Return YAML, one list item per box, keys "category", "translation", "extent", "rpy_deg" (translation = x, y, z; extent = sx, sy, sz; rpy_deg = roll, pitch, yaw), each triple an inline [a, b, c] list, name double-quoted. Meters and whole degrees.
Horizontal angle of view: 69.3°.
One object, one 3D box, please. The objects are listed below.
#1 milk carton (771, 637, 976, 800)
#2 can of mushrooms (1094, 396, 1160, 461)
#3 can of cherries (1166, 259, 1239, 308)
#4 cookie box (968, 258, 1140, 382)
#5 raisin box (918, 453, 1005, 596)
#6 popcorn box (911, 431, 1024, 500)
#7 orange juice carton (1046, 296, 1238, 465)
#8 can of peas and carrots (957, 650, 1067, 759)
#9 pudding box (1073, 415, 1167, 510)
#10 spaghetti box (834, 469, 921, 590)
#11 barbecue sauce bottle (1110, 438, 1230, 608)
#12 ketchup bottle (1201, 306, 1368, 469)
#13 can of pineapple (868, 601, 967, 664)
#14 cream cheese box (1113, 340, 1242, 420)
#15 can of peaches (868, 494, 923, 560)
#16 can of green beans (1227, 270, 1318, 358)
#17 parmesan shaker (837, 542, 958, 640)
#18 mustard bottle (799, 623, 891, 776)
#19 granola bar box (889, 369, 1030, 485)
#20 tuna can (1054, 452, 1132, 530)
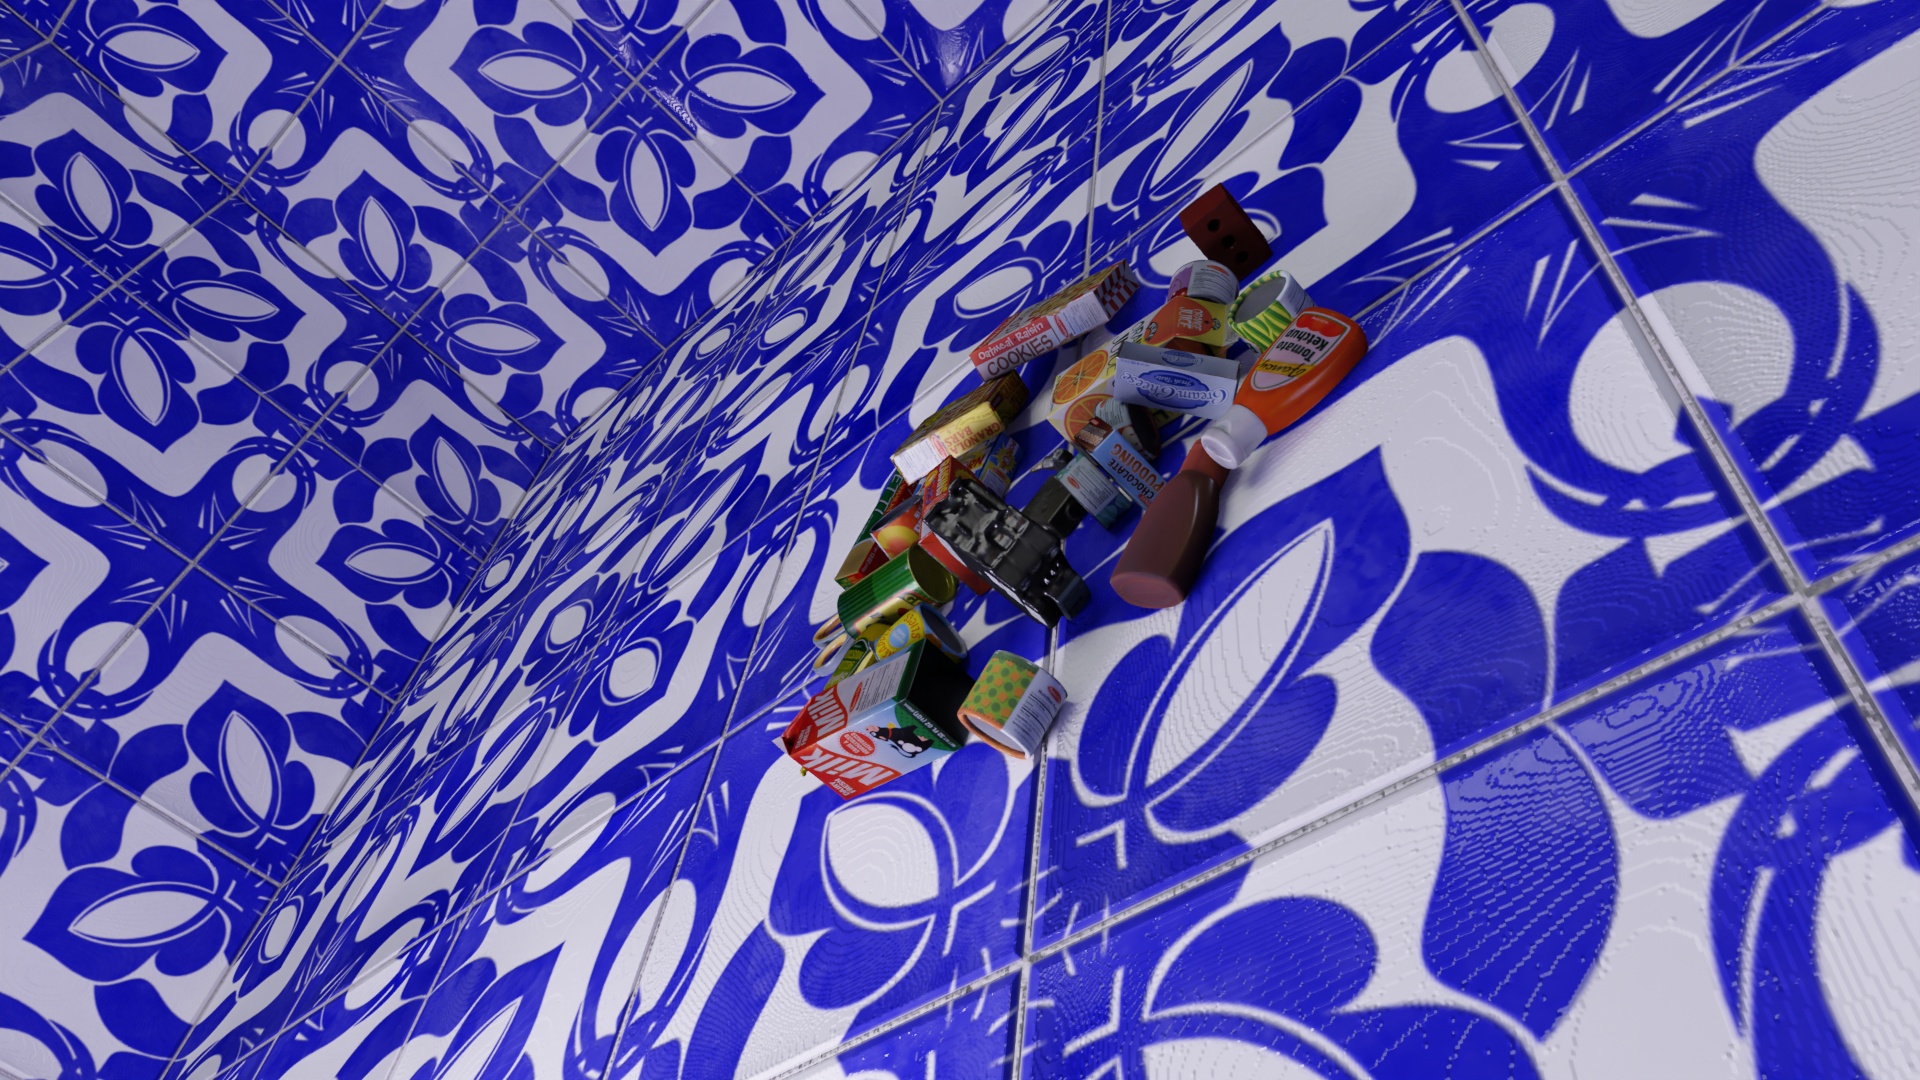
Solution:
- category: "milk carton"
  translation: [-0.080, 0.164, 1.208]
  extent: [0.190, 0.072, 0.074]
  rpy_deg: [-29, 28, 35]
- category: "can of mushrooms"
  translation: [0.150, -0.097, 1.235]
  extent: [0.033, 0.071, 0.071]
  rpy_deg: [-22, 32, 27]
- category: "can of cherries"
  translation: [0.226, -0.218, 1.304]
  extent: [0.071, 0.071, 0.059]
  rpy_deg: [-30, 29, 36]
- category: "cookie box"
  translation: [0.104, -0.241, 1.527]
  extent: [0.167, 0.040, 0.123]
  rpy_deg: [-23, 16, 32]
- category: "raisin box"
  translation: [0.005, -0.017, 1.335]
  extent: [0.040, 0.086, 0.124]
  rpy_deg: [-39, 24, 24]
- category: "popcorn box"
  translation: [0.002, -0.058, 1.472]
  extent: [0.126, 0.038, 0.085]
  rpy_deg: [-22, 34, 46]
- category: "orange juice carton"
  translation: [0.176, -0.154, 1.274]
  extent: [0.192, 0.073, 0.072]
  rpy_deg: [-31, 27, 33]
- category: "can of peas and carrots"
  translation: [0.038, 0.126, 1.066]
  extent: [0.059, 0.071, 0.071]
  rpy_deg: [-57, 24, -20]
- category: "pudding box"
  translation: [0.139, -0.064, 1.177]
  extent: [0.030, 0.083, 0.050]
  rpy_deg: [-45, 22, 4]
- category: "spaghetti box"
  translation: [-0.068, -0.046, 1.588]
  extent: [0.050, 0.028, 0.251]
  rpy_deg: [-18, 36, 49]
- category: "barbecue sauce bottle"
  translation: [0.173, -0.016, 1.090]
  extent: [0.065, 0.043, 0.149]
  rpy_deg: [-5, 46, 46]
- category: "ketchup bottle"
  translation: [0.251, -0.119, 1.094]
  extent: [0.149, 0.043, 0.065]
  rpy_deg: [-45, 43, -12]
- category: "can of pineapple"
  translation: [-0.037, 0.097, 1.245]
  extent: [0.057, 0.071, 0.071]
  rpy_deg: [-42, 23, 13]
- category: "cream cheese box"
  translation: [0.184, -0.135, 1.182]
  extent: [0.104, 0.053, 0.024]
  rpy_deg: [12, 52, 12]
- category: "can of peaches"
  translation: [-0.050, -0.007, 1.435]
  extent: [0.071, 0.058, 0.071]
  rpy_deg: [-35, 11, 7]
- category: "can of green beans"
  translation: [0.270, -0.187, 1.180]
  extent: [0.071, 0.057, 0.071]
  rpy_deg: [-39, 24, 21]
- category: "parmesan shaker"
  translation: [-0.062, 0.056, 1.365]
  extent: [0.102, 0.071, 0.072]
  rpy_deg: [-34, 26, 30]
- category: "mustard bottle"
  translation: [-0.105, 0.152, 1.302]
  extent: [0.161, 0.048, 0.065]
  rpy_deg: [-56, 22, -21]
- category: "granola bar box"
  translation: [0.002, -0.126, 1.499]
  extent: [0.124, 0.039, 0.166]
  rpy_deg: [-28, 11, 19]
- category: "tuna can"
  translation: [0.116, -0.043, 1.210]
  extent: [0.033, 0.071, 0.071]
  rpy_deg: [-45, 22, 5]
